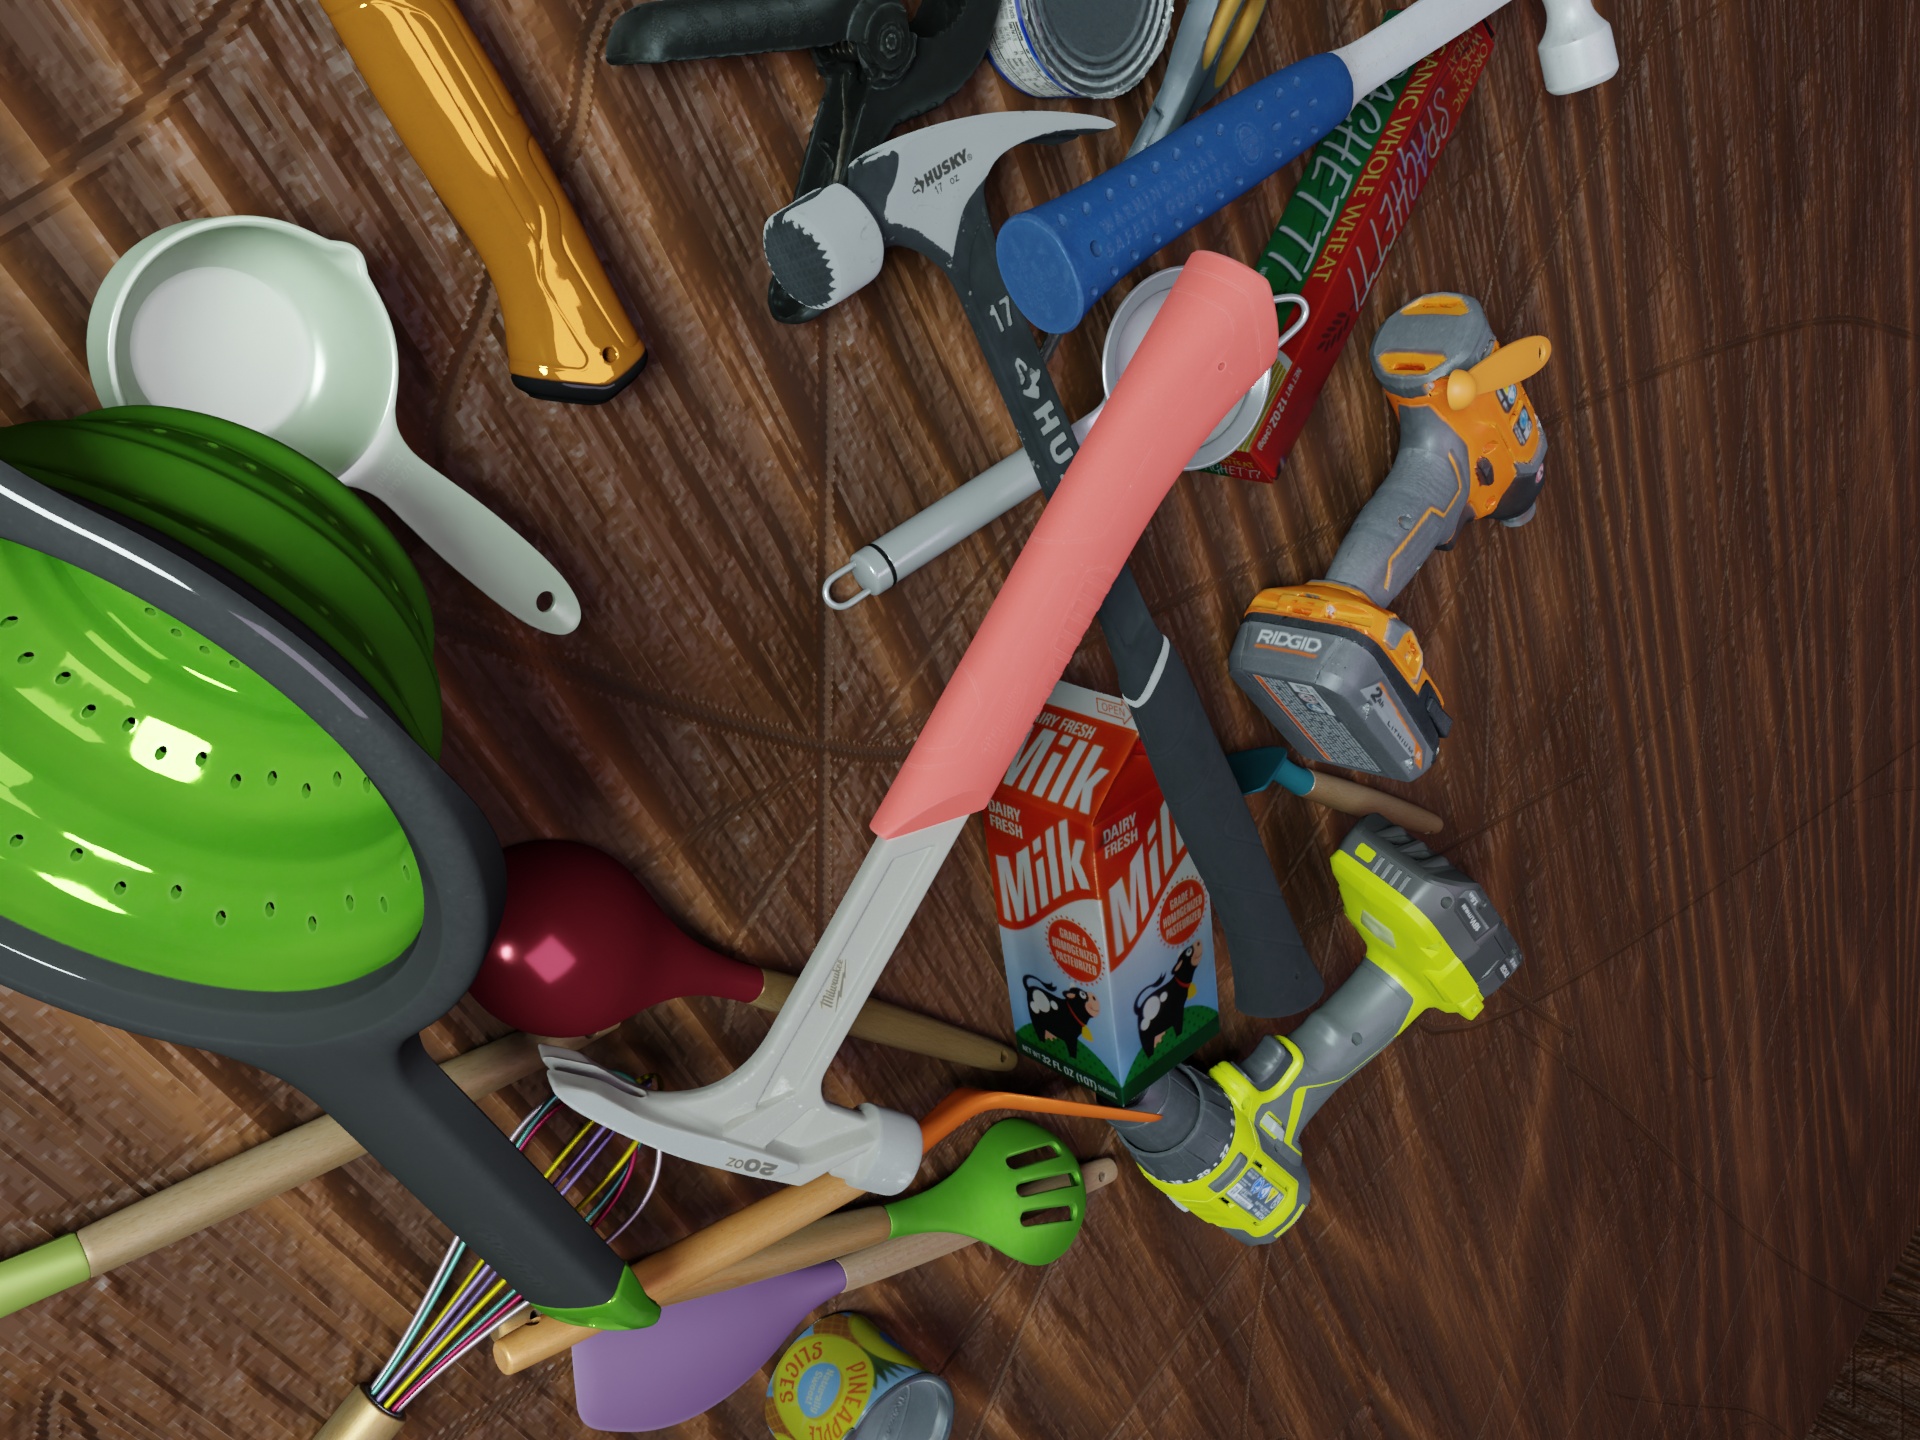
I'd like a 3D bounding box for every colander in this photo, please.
[{"bbox_3d":[-0.175,0.047,0.451,0.095,0.204,0.396,-76,151,-43],"label":"colander"}]

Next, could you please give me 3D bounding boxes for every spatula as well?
[{"bbox_3d":[0.198,0.048,0.868,0.317,0.082,0.044,15,64,-50],"label":"spatula"},{"bbox_3d":[-0.044,0.199,0.660,0.322,0.081,0.041,-15,96,-44],"label":"spatula"},{"bbox_3d":[-0.036,0.250,0.732,0.315,0.018,0.060,-7,90,-43],"label":"spatula"}]

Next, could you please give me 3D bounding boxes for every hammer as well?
[{"bbox_3d":[0.155,-0.266,0.643,0.405,0.035,0.144,-40,118,-32],"label":"hammer"},{"bbox_3d":[-0.171,-0.234,0.424,0.127,0.034,0.336,-45,130,-22],"label":"hammer"},{"bbox_3d":[0.069,-0.040,0.633,0.149,0.036,0.408,-42,119,-30],"label":"hammer"},{"bbox_3d":[-0.001,-0.002,0.555,0.149,0.037,0.359,26,96,-31],"label":"hammer"}]

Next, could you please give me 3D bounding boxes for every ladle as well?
[{"bbox_3d":[-0.069,0.114,0.647,0.315,0.031,0.069,28,63,-48],"label":"ladle"},{"bbox_3d":[-0.235,0.155,0.484,0.320,0.062,0.078,-21,114,-41],"label":"ladle"}]

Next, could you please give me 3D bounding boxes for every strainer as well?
[{"bbox_3d":[0.043,-0.117,0.667,0.258,0.050,0.086,-35,113,-23],"label":"strainer"}]

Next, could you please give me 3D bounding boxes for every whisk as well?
[{"bbox_3d":[-0.189,0.222,0.560,0.245,0.047,0.051,-50,139,-14],"label":"whisk"}]

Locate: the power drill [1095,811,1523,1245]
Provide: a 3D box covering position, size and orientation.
[{"bbox_3d":[0.180,0.165,0.847,0.228,0.080,0.190,-47,135,-2],"label":"power drill"}]

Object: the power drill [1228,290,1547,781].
[{"bbox_3d":[0.241,-0.087,0.841,0.164,0.084,0.226,40,72,-44],"label":"power drill"}]

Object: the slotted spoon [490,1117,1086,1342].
[{"bbox_3d":[-0.054,0.227,0.695,0.313,0.031,0.070,0,67,-40],"label":"slotted spoon"}]

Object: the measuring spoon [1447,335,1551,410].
[{"bbox_3d":[0.273,-0.175,0.793,0.117,0.011,0.021,-28,117,-42],"label":"measuring spoon"}]

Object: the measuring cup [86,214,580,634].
[{"bbox_3d":[-0.177,-0.077,0.471,0.083,0.038,0.167,-57,136,-13],"label":"measuring cup"}]
